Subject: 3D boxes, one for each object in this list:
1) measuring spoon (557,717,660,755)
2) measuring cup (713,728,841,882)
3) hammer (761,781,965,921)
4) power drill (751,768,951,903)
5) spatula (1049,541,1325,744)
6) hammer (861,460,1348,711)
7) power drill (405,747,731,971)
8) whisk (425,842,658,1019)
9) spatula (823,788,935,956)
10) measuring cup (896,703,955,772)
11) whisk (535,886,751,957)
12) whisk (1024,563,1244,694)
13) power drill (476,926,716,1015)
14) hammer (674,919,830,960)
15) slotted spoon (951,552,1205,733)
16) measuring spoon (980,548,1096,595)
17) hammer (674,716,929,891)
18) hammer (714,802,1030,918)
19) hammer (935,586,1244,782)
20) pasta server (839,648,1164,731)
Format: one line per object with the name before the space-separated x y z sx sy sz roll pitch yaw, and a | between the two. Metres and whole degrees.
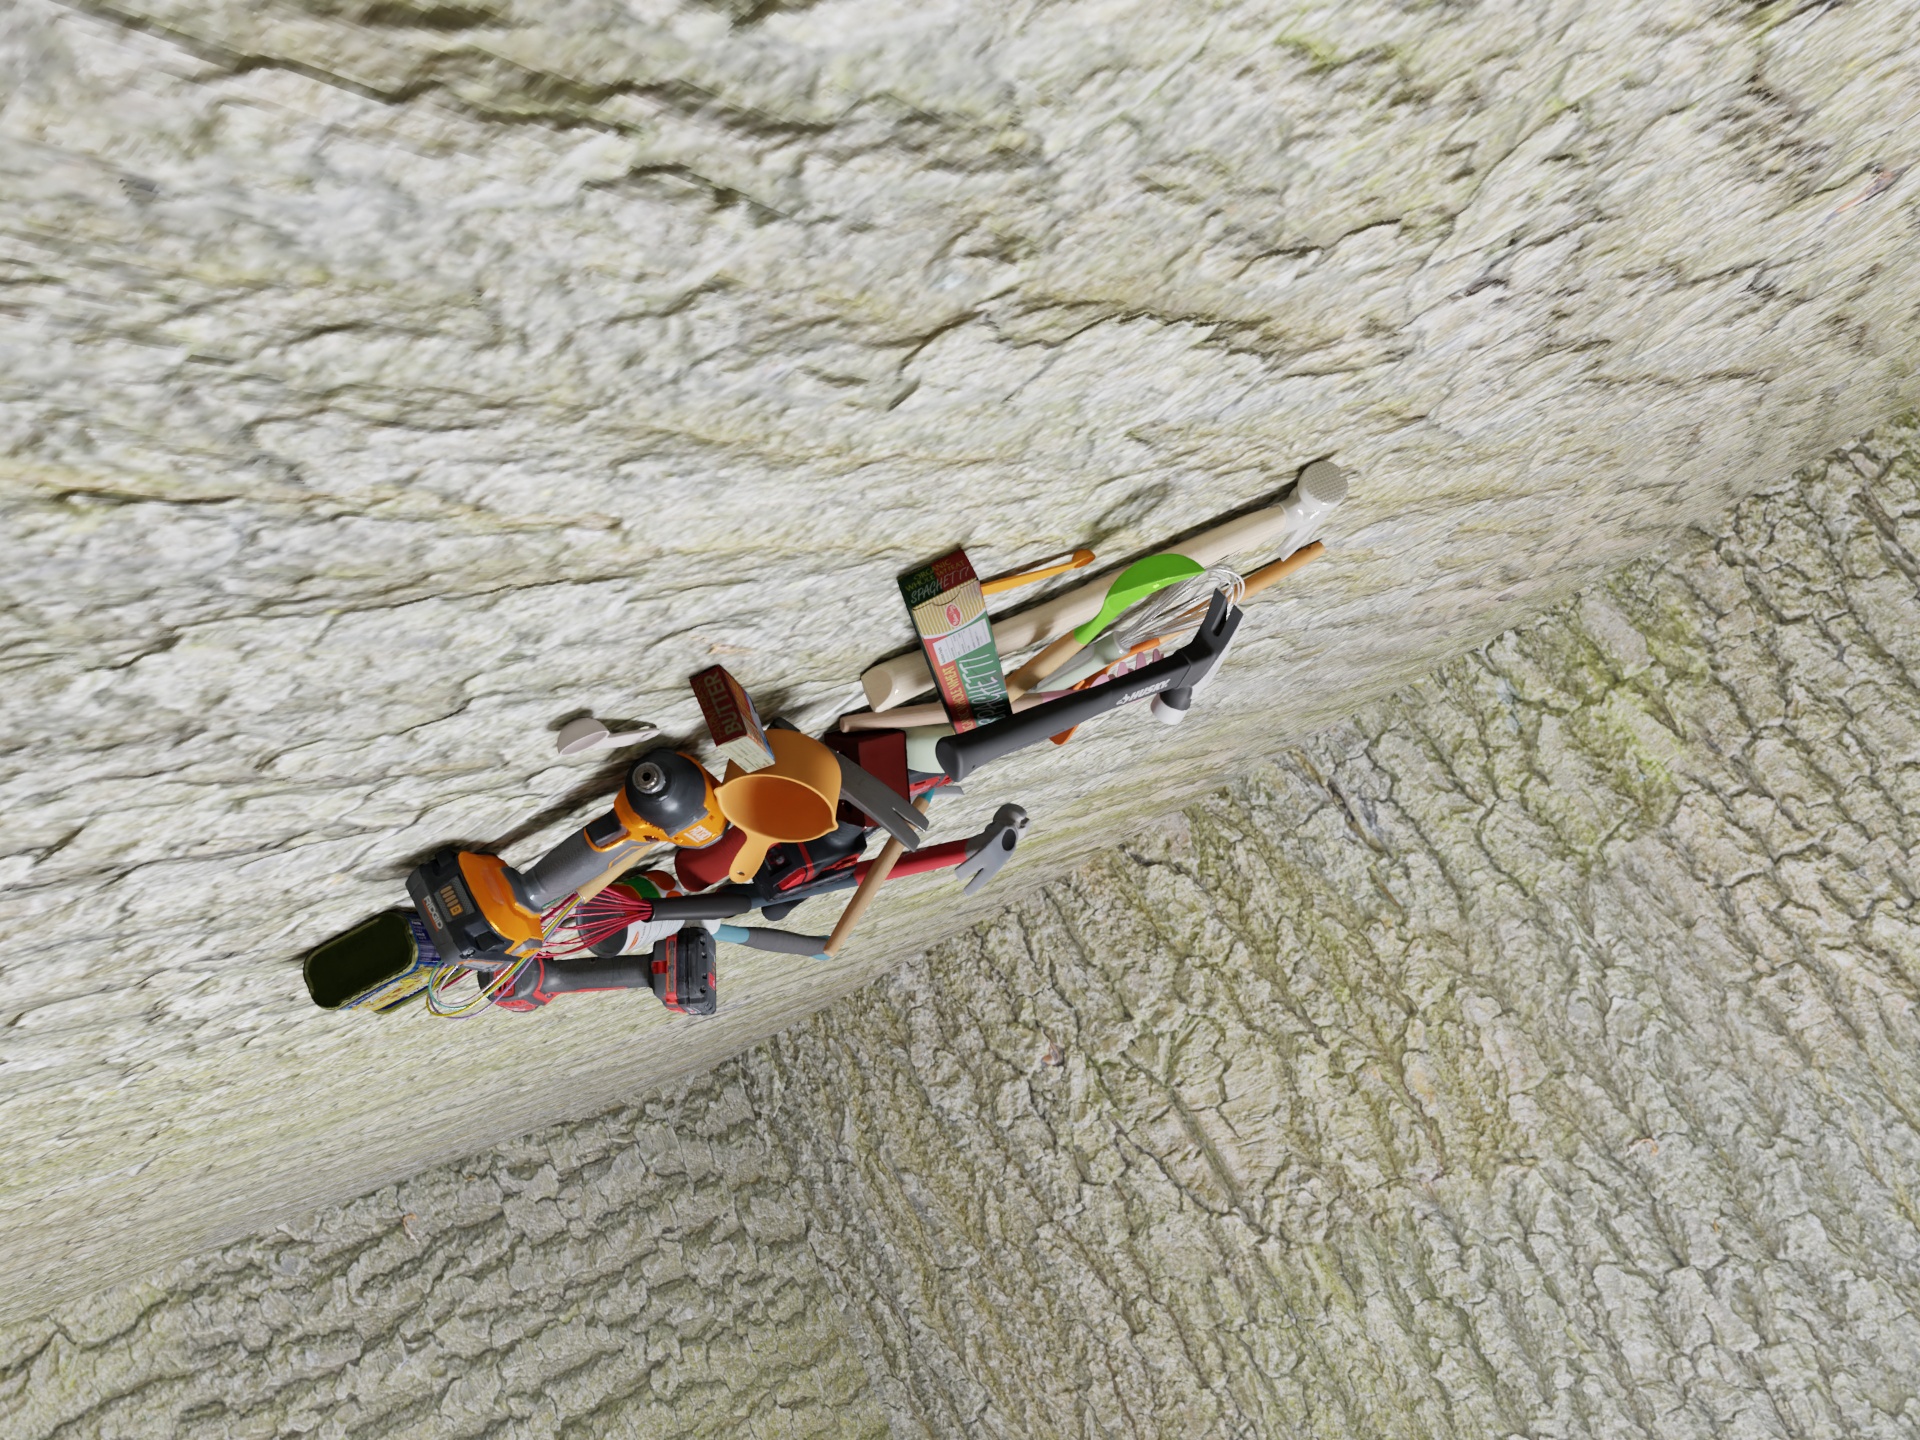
measuring spoon | -0.233 0.007 1.060 0.034 0.018 0.124 -29 175 13
measuring cup | -0.147 0.067 1.215 0.095 0.052 0.173 18 144 -12
hammer | -0.138 0.158 1.857 0.149 0.036 0.409 -19 167 -36
power drill | -0.122 0.086 1.482 0.188 0.080 0.226 -14 161 -45
spatula | 0.210 -0.084 1.520 0.322 0.081 0.041 -29 127 -5
hammer | 0.112 -0.097 1.281 0.410 0.038 0.146 -23 169 -11
power drill | -0.283 0.095 1.172 0.226 0.084 0.164 -30 168 -4
whisk | -0.330 0.151 1.283 0.245 0.051 0.047 -41 -163 -27
spatula | -0.040 0.105 1.575 0.318 0.044 0.082 -57 -178 -25
measuring cup | -0.002 -0.005 1.423 0.083 0.038 0.167 14 -151 23
whisk | -0.293 0.169 1.412 0.073 0.073 0.295 -33 158 31
whisk | 0.153 -0.075 1.456 0.246 0.058 0.059 -30 134 32
power drill | -0.357 0.255 1.583 0.219 0.079 0.143 -2 165 -4
hammer | -0.239 0.241 1.780 0.128 0.033 0.330 -7 165 27
slotted spoon | 0.077 -0.055 1.235 0.070 0.031 0.313 -15 165 -38
measuring spoon | 0.047 -0.108 1.165 0.117 0.011 0.021 -18 167 -21
hammer | -0.164 0.100 1.375 0.359 0.149 0.037 -34 -157 57
hammer | -0.116 0.168 1.666 0.386 0.038 0.143 -16 -164 32
hammer | 0.106 -0.017 1.291 0.334 0.035 0.146 -20 149 -42
pasta server | 0.043 -0.021 1.385 0.316 0.040 0.060 -7 165 -24
